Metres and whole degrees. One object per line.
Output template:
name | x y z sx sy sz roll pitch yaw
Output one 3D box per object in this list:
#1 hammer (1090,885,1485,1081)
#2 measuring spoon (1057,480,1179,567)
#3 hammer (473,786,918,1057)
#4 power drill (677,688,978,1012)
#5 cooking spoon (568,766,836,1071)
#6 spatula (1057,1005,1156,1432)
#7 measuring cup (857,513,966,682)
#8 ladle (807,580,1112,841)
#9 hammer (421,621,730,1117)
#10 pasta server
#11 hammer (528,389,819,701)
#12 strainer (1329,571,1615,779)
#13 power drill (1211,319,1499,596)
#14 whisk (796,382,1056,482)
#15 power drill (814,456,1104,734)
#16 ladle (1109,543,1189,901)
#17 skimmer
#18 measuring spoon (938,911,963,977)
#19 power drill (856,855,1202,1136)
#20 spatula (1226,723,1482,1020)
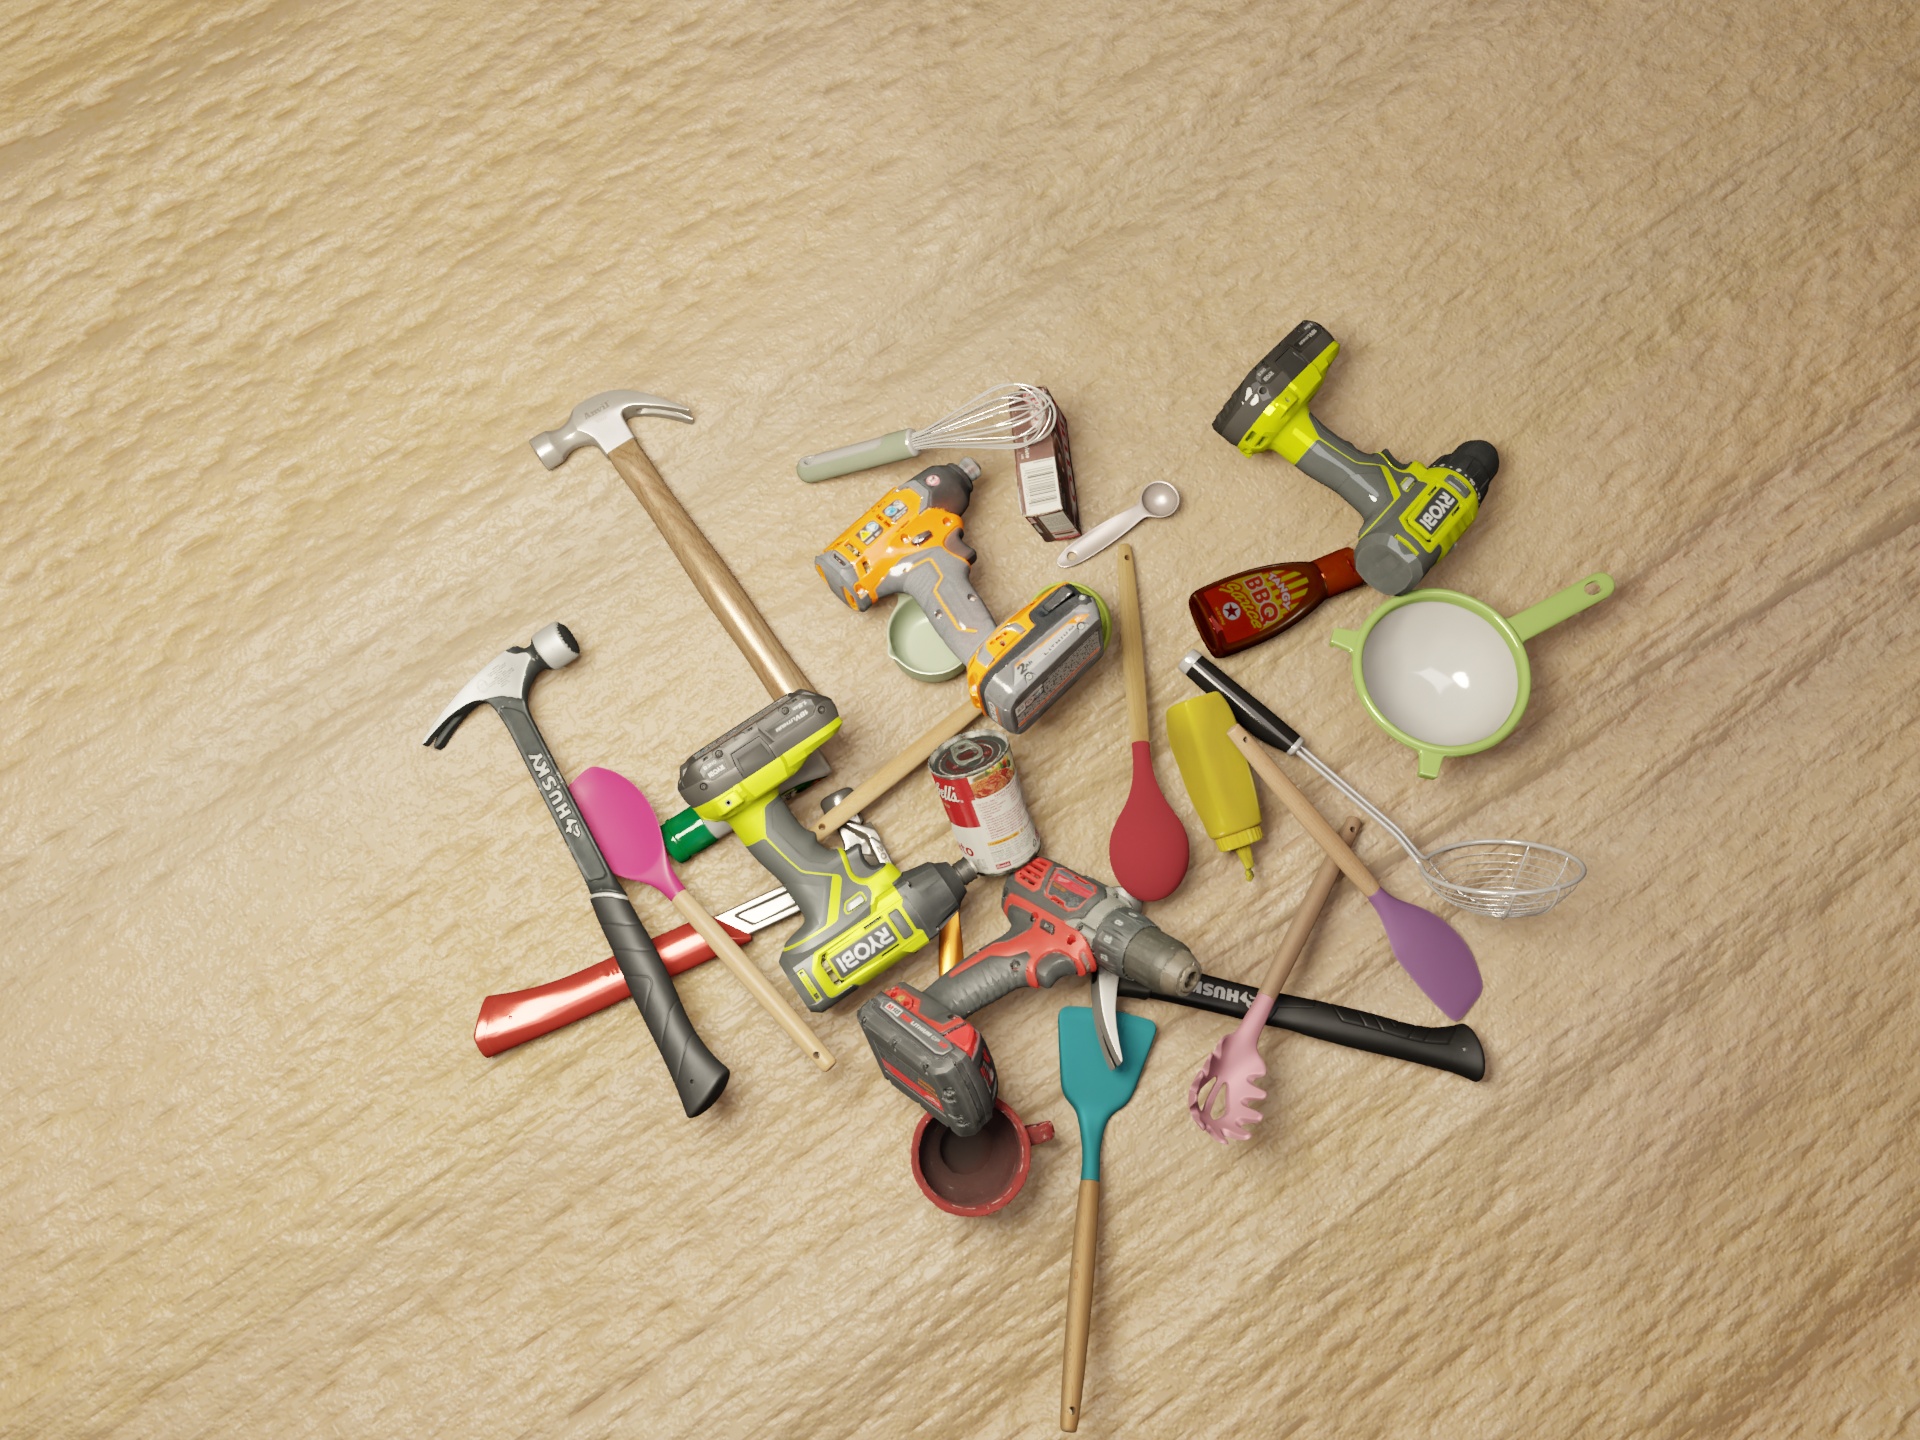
hammer | 0.268 0.245 1.305 0.334 0.035 0.146 14 65 -3
measuring spoon | 0.138 -0.169 1.401 0.124 0.018 0.034 -33 77 -2
hammer | -0.218 0.192 1.294 0.359 0.036 0.149 -24 81 -8
power drill | -0.104 0.093 1.249 0.171 0.080 0.223 -34 99 -9
cooking spoon | -0.208 0.159 1.269 0.069 0.017 0.319 -45 75 1
spatula | 0.100 0.386 1.248 0.082 0.044 0.318 11 62 -5
measuring cup | -0.045 -0.105 1.367 0.083 0.038 0.168 -28 71 -7
ladle | -0.002 -0.004 1.320 0.320 0.062 0.078 -39 75 -15
hammer | -0.293 0.126 1.265 0.149 0.036 0.409 -32 75 6
pasta server | 0.262 0.201 1.284 0.060 0.040 0.316 37 63 -6
hammer | -0.225 -0.144 1.363 0.130 0.031 0.331 -35 83 -9
strainer | 0.448 -0.056 1.368 0.256 0.069 0.152 -27 73 -12
power drill | 0.352 -0.237 1.384 0.228 0.080 0.190 42 59 5
whisk | -0.033 -0.236 1.336 0.246 0.059 0.058 -10 41 26
power drill | 0.011 -0.114 1.303 0.164 0.084 0.227 -44 67 -12
ladle | 0.151 -0.005 1.345 0.069 0.031 0.316 1 71 -11
skimmer | 0.346 0.040 1.330 0.363 0.127 0.090 40 118 10
measuring spoon | -0.008 0.182 1.320 0.021 0.011 0.117 0 79 -4
power drill | 0.055 0.211 1.225 0.227 0.080 0.188 -39 41 -24
spatula | 0.328 0.121 1.321 0.060 0.018 0.316 -45 98 -18
